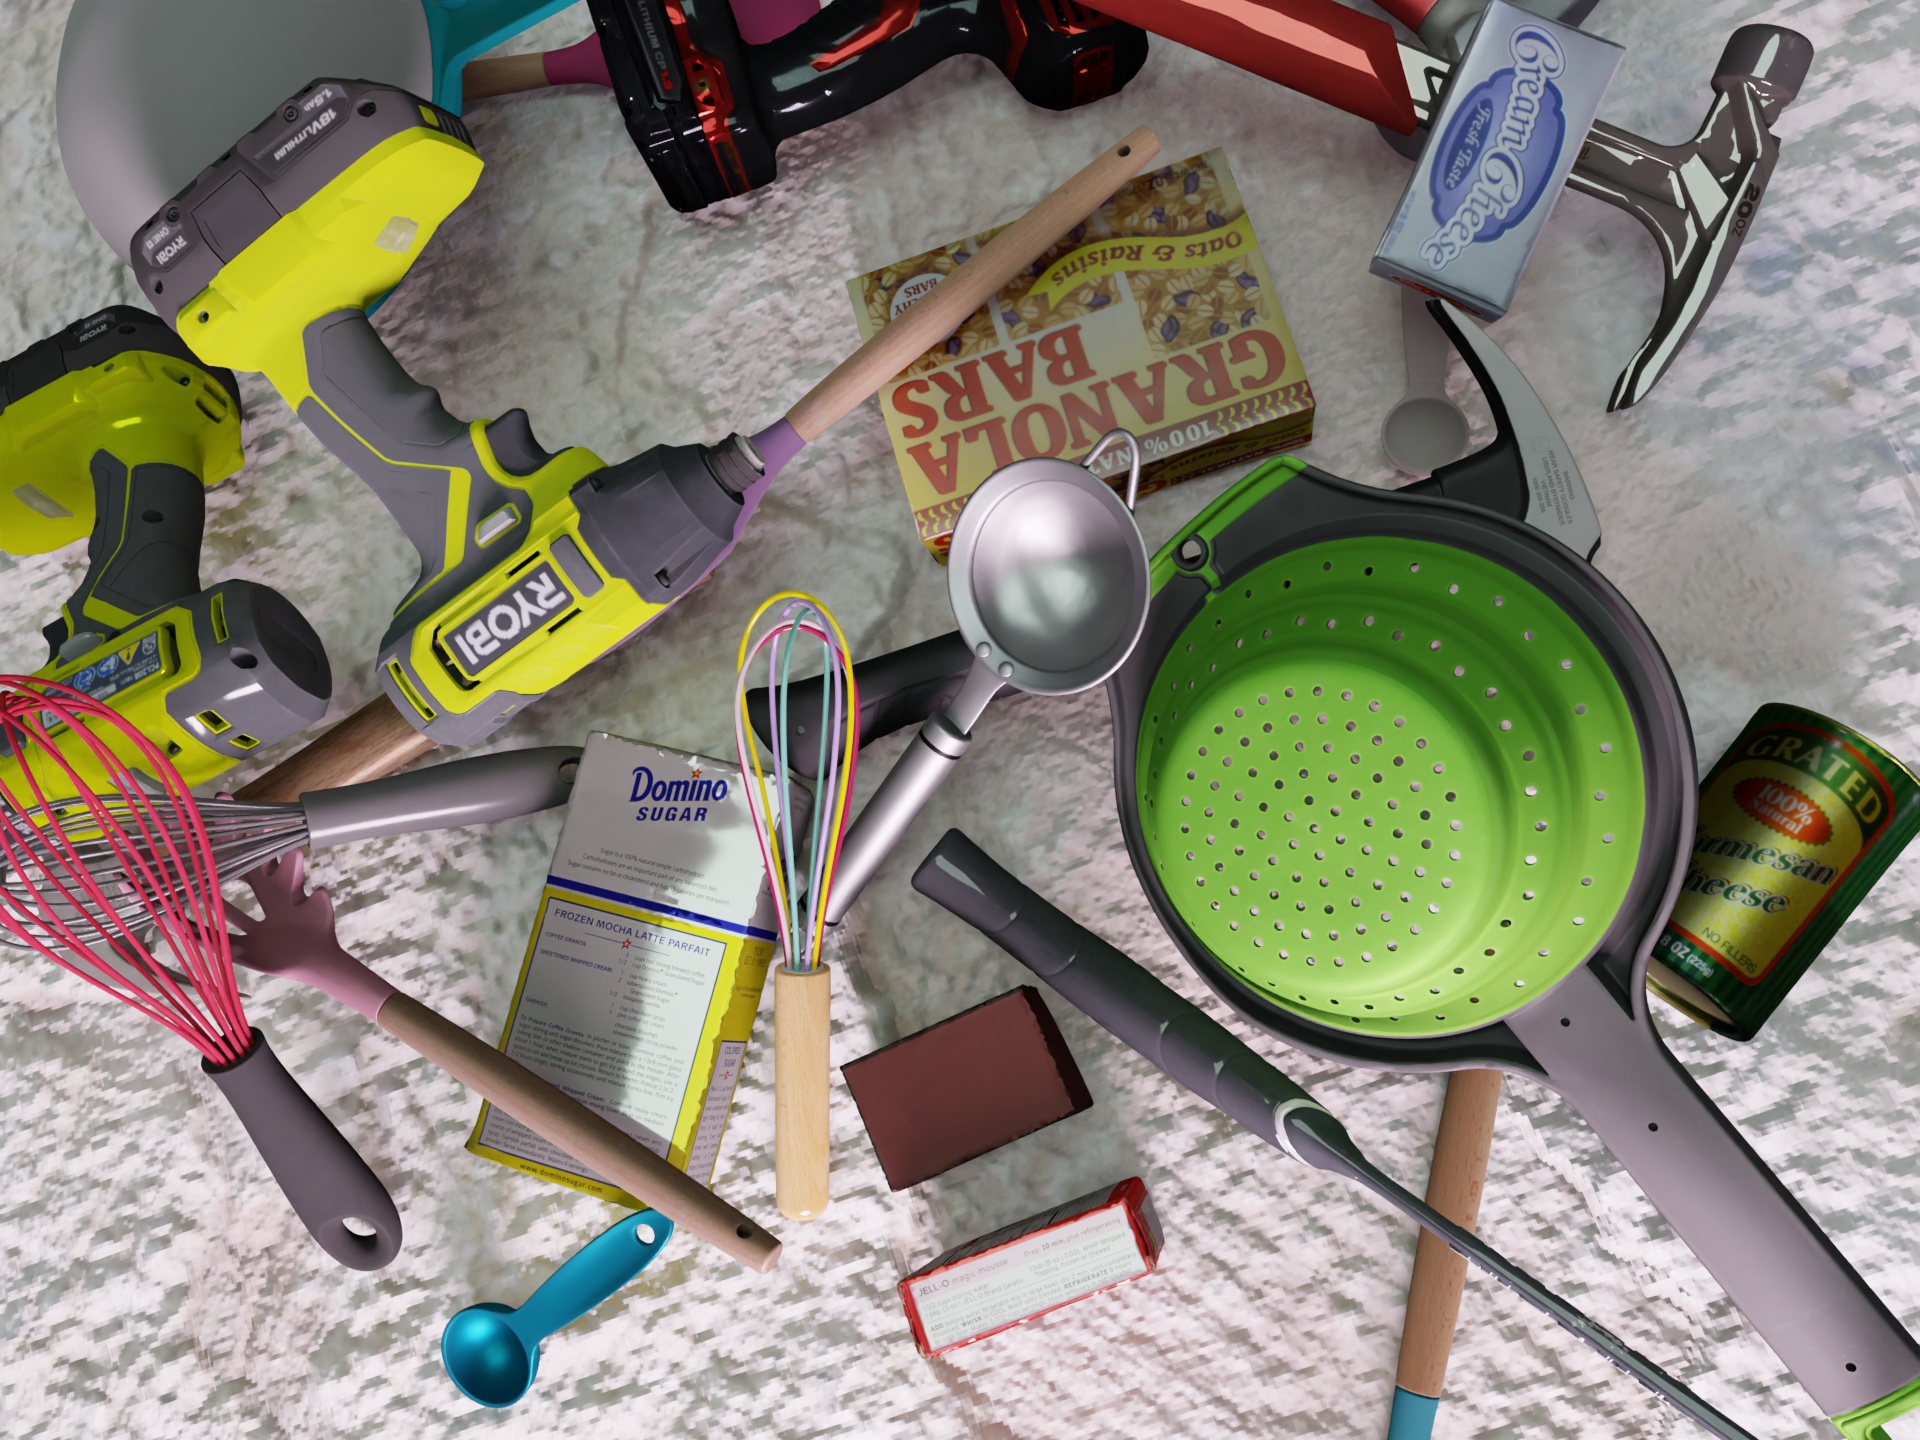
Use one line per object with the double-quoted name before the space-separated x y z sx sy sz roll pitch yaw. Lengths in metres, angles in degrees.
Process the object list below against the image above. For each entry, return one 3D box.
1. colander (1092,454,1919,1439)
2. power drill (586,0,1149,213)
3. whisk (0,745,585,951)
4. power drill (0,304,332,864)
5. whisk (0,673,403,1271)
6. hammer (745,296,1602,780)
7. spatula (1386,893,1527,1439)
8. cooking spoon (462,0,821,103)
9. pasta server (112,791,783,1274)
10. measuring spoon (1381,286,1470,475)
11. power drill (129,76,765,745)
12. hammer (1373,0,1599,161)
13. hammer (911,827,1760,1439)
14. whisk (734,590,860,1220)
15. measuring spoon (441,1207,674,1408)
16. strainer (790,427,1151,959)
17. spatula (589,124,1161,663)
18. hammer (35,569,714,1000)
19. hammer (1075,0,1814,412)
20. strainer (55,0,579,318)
"colander" 0.179 0.090 0.510 0.204 0.094 0.397 -44 76 26
"power drill" -0.047 -0.336 0.690 0.226 0.080 0.188 -18 84 1
"whisk" -0.255 0.042 0.625 0.239 0.055 0.055 -12 74 -28
"power drill" -0.373 -0.050 0.669 0.190 0.080 0.229 -27 58 4
"whisk" -0.271 0.106 0.574 0.073 0.295 0.073 -11 35 7
"hammer" 0.072 -0.049 0.623 0.335 0.035 0.146 -17 100 11
"spatula" 0.169 0.213 0.564 0.082 0.044 0.317 10 80 17
"cooking spoon" -0.219 -0.306 0.756 0.319 0.017 0.069 -4 84 9
"pasta server" -0.200 0.120 0.611 0.316 0.040 0.060 27 49 18
"measuring spoon" 0.191 -0.155 0.653 0.034 0.018 0.124 3 72 11
"power drill" -0.195 -0.125 0.621 0.171 0.080 0.223 -34 94 11
"hammer" 0.113 -0.412 0.705 0.143 0.038 0.386 -44 74 -2
"hammer" 0.135 0.149 0.532 0.409 0.149 0.036 33 82 31
"whisk" -0.063 0.072 0.609 0.047 0.051 0.245 1 99 2
"measuring spoon" -0.152 0.222 0.619 0.128 0.021 0.042 -40 85 18
"strainer" -0.001 -0.002 0.607 0.087 0.050 0.258 45 113 21
"spatula" -0.049 -0.137 0.648 0.316 0.018 0.060 -37 74 7
"hammer" -0.253 0.010 0.691 0.331 0.031 0.130 -31 74 3
"hammer" 0.134 -0.256 0.624 0.359 0.037 0.149 24 98 4
"strainer" -0.272 -0.284 0.665 0.340 0.095 0.211 -12 84 29
